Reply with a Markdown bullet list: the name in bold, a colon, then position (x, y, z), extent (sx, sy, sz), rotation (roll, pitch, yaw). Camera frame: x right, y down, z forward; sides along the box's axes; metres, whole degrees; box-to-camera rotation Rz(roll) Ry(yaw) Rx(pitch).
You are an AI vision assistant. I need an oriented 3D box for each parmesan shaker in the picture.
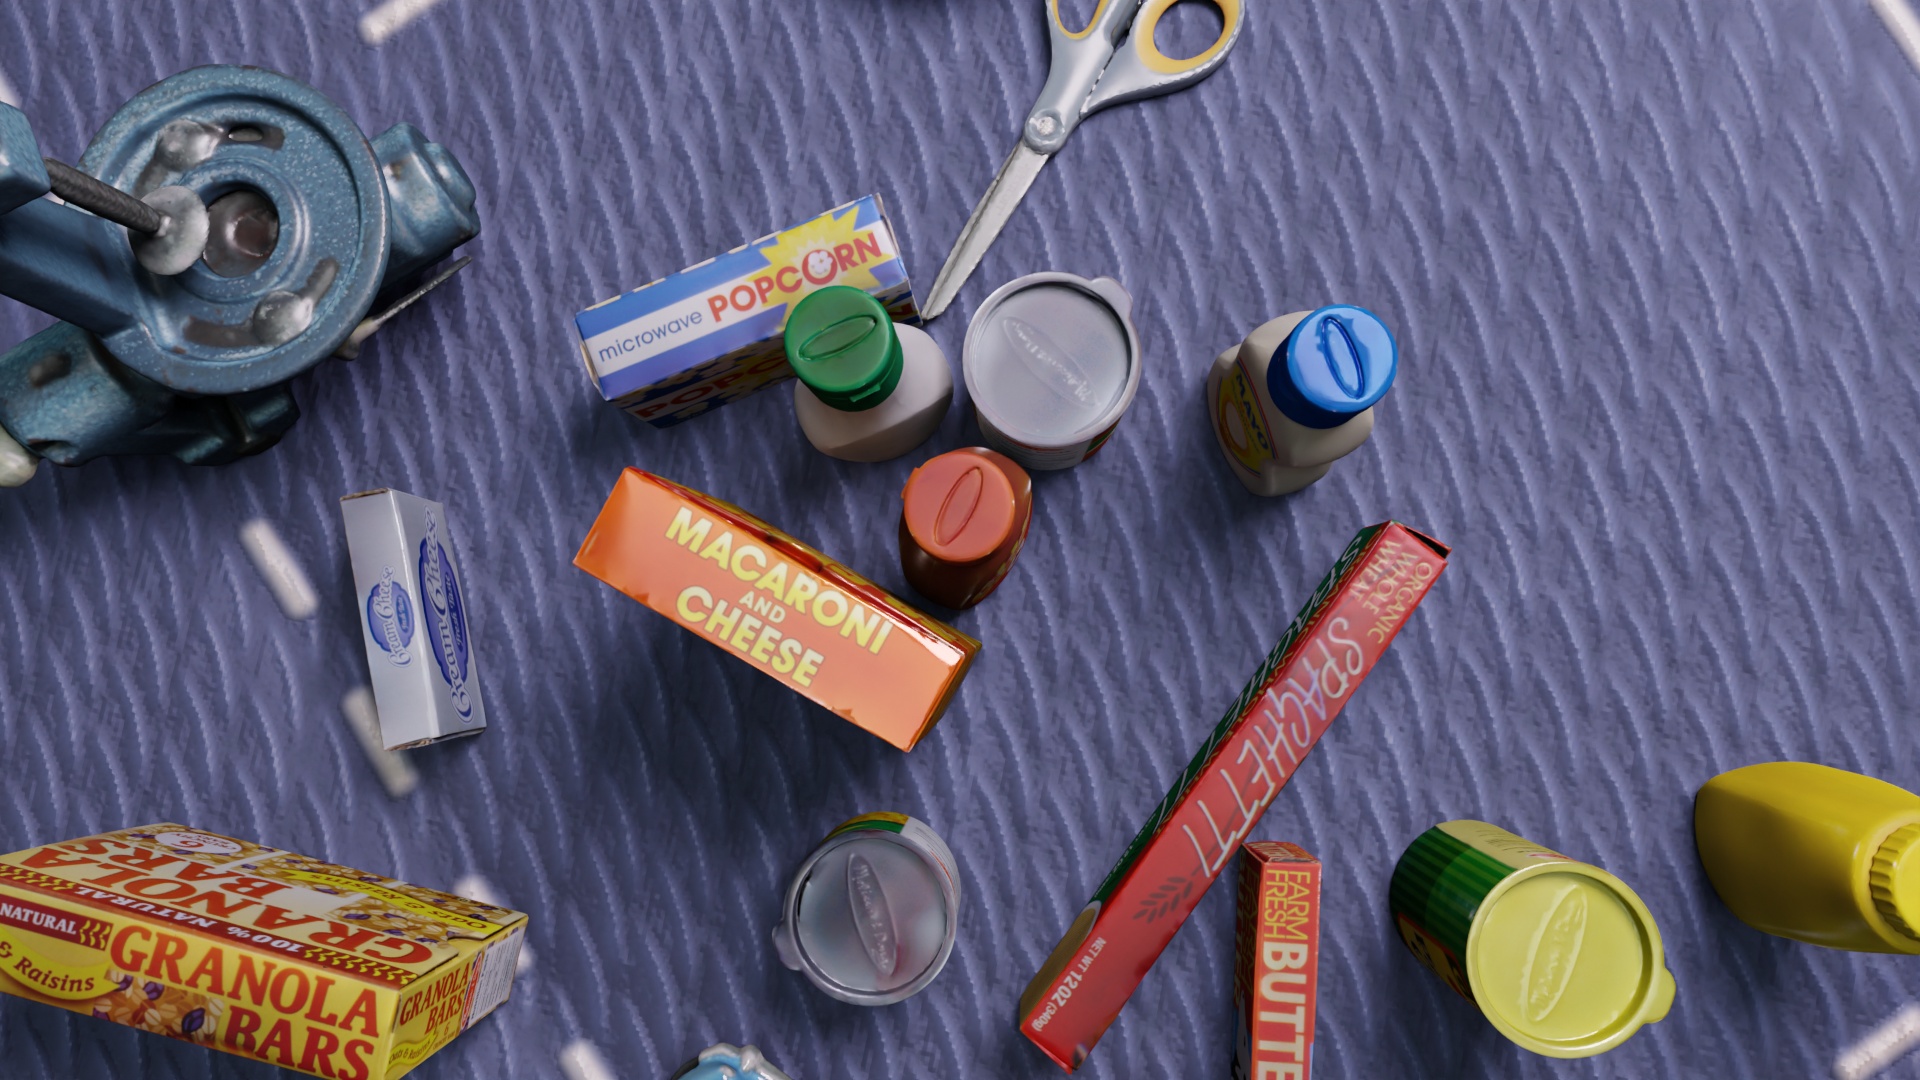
- **parmesan shaker**: position (0.210, 0.147, 0.522), extent (0.071, 0.103, 0.071), rotation (0, 86, 2)

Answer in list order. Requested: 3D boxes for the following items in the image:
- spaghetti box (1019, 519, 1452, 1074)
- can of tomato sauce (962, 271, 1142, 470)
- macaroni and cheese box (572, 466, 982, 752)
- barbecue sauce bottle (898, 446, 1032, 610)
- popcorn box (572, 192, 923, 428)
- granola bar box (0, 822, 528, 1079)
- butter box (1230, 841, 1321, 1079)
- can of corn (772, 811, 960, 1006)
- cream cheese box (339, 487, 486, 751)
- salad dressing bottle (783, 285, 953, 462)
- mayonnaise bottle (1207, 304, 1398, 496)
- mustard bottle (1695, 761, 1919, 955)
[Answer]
- **spaghetti box**: position (0.107, 0.097, 0.556), extent (0.029, 0.050, 0.250), rotation (37, 88, 4)
- **can of tomato sauce**: position (0.037, -0.066, 0.555), extent (0.071, 0.083, 0.071), rotation (0, 86, 2)
- **macaroni and cheese box**: position (-0.056, 0.025, 0.509), extent (0.124, 0.166, 0.040), rotation (29, 88, 4)
- **barbecue sauce bottle**: position (0.002, -0.007, 0.519), extent (0.044, 0.148, 0.065), rotation (28, 88, 4)
- **popcorn box**: position (-0.081, -0.089, 0.560), extent (0.127, 0.085, 0.038), rotation (-22, 86, 0)
- **granola bar box**: position (-0.267, 0.151, 0.529), extent (0.166, 0.124, 0.039), rotation (13, 87, 3)
- **butter box**: position (0.124, 0.173, 0.548), extent (0.024, 0.053, 0.103), rotation (3, 86, 3)
- **can of corn**: position (-0.036, 0.145, 0.553), extent (0.071, 0.058, 0.071), rotation (0, 86, 2)
- **cream cheese box**: position (-0.224, 0.032, 0.572), extent (0.024, 0.053, 0.104), rotation (-12, 85, 1)
- **salad dressing bottle**: position (-0.036, -0.061, 0.525), extent (0.064, 0.147, 0.044), rotation (-25, 86, 0)
- **mayonnaise bottle**: position (0.125, -0.054, 0.518), extent (0.041, 0.148, 0.065), rotation (-20, 86, 1)
- **mustard bottle**: position (0.319, 0.116, 0.491), extent (0.049, 0.160, 0.065), rotation (-9, 86, 2)
